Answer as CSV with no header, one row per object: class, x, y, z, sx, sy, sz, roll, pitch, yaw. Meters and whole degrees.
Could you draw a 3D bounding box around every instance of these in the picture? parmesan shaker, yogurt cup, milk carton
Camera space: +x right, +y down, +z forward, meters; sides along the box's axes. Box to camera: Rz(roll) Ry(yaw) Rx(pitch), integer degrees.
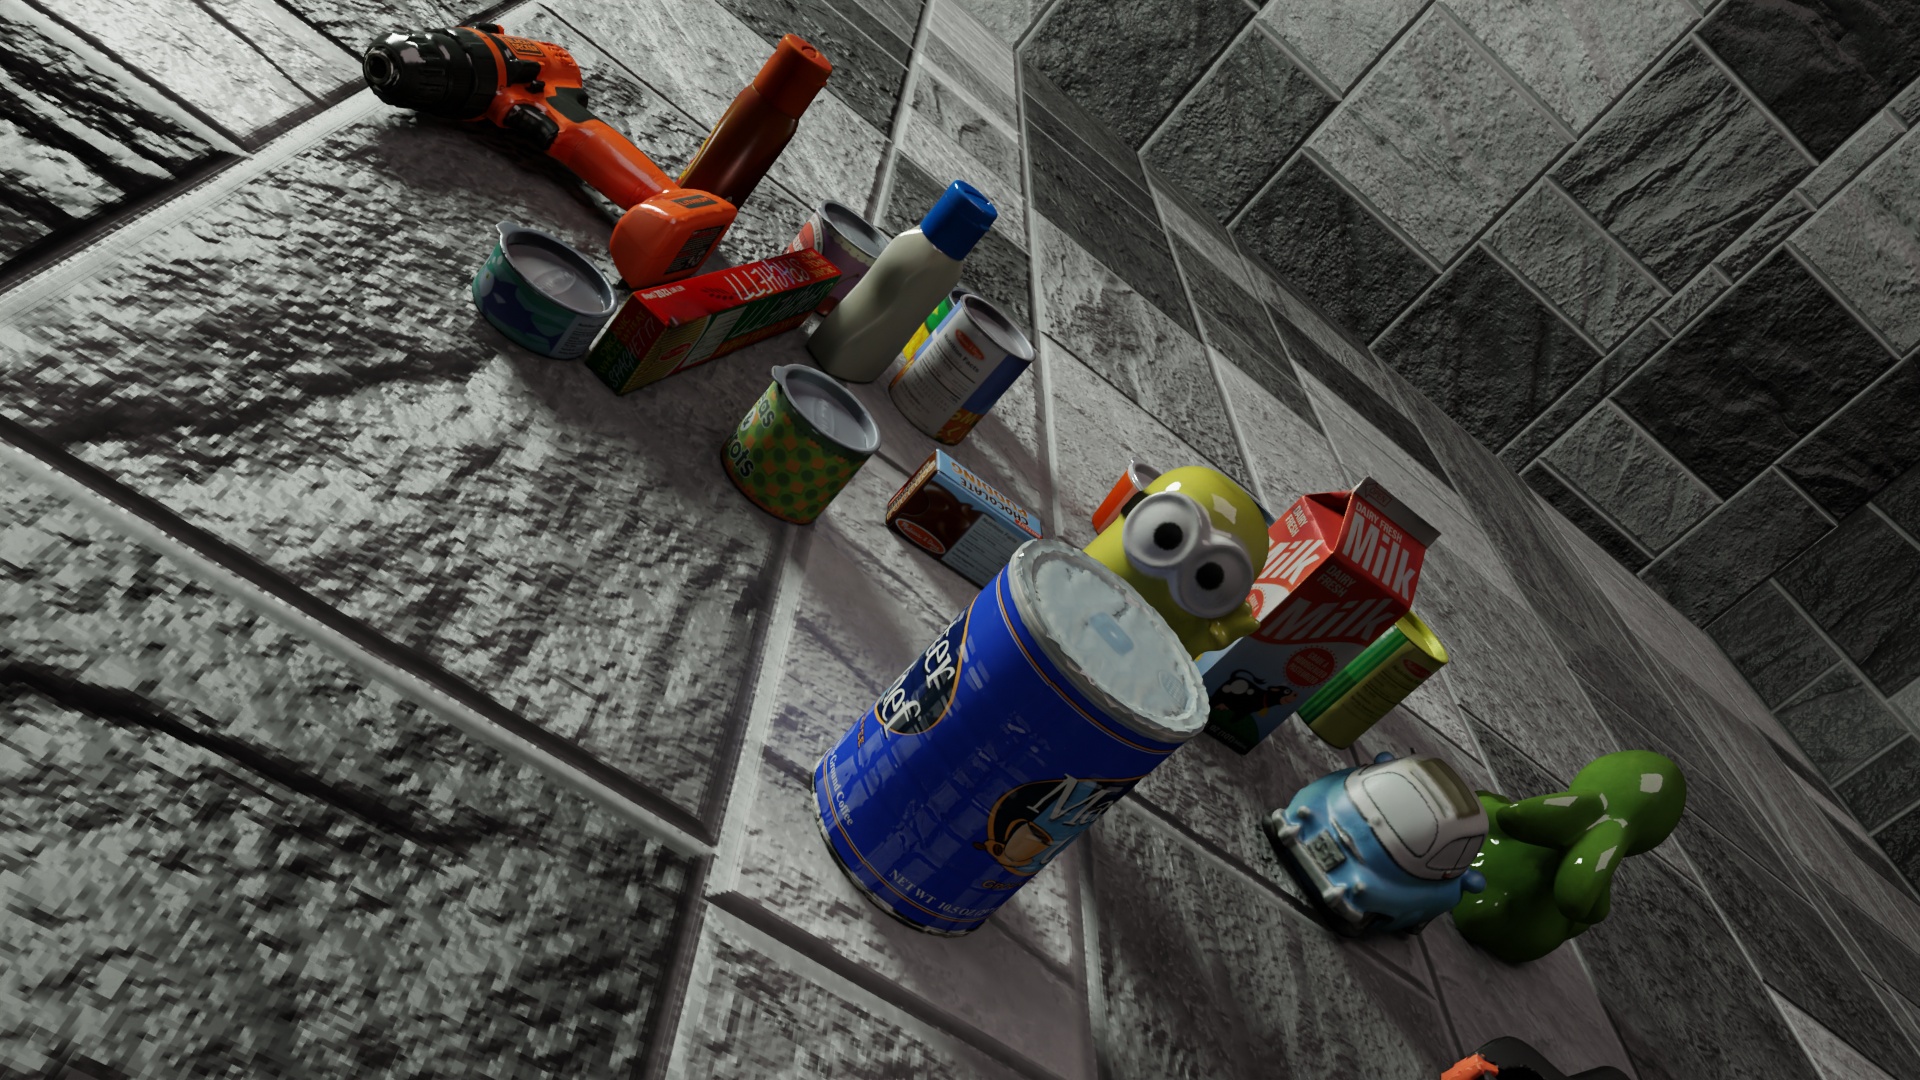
parmesan shaker,0.302,0.098,1.042,0.071,0.102,0.071,35,25,-18
yogurt cup,0.136,-0.017,1.040,0.072,0.053,0.073,35,25,-18
milk carton,0.216,0.042,0.895,0.072,0.190,0.074,33,25,-21

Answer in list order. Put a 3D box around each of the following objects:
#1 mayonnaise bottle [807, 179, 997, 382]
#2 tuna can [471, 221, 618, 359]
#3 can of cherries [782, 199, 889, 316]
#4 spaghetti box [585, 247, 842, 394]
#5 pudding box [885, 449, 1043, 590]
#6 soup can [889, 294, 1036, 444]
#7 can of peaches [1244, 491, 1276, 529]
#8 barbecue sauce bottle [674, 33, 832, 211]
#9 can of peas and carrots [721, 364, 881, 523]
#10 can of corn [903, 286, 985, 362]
mayonnaise bottle,-0.035,-0.169,0.911,0.041,0.147,0.065,52,25,21
tuna can,-0.214,-0.127,0.708,0.071,0.032,0.071,34,25,-18
can of cherries,-0.091,-0.200,0.989,0.071,0.058,0.072,35,25,-18
spaghetti box,-0.136,-0.135,0.821,0.028,0.050,0.251,43,24,0
pudding box,0.003,-0.010,0.827,0.083,0.049,0.030,34,25,-20
soup can,0.002,-0.118,0.964,0.071,0.083,0.072,35,25,-18
can of peaches,0.226,-0.001,1.147,0.071,0.058,0.071,35,25,-18
barbecue sauce bottle,-0.139,-0.254,0.893,0.043,0.148,0.065,39,24,-9
can of peas and carrots,-0.088,-0.052,0.746,0.071,0.058,0.071,35,25,-18
can of corn,-0.001,-0.147,1.041,0.071,0.058,0.071,35,25,-18
